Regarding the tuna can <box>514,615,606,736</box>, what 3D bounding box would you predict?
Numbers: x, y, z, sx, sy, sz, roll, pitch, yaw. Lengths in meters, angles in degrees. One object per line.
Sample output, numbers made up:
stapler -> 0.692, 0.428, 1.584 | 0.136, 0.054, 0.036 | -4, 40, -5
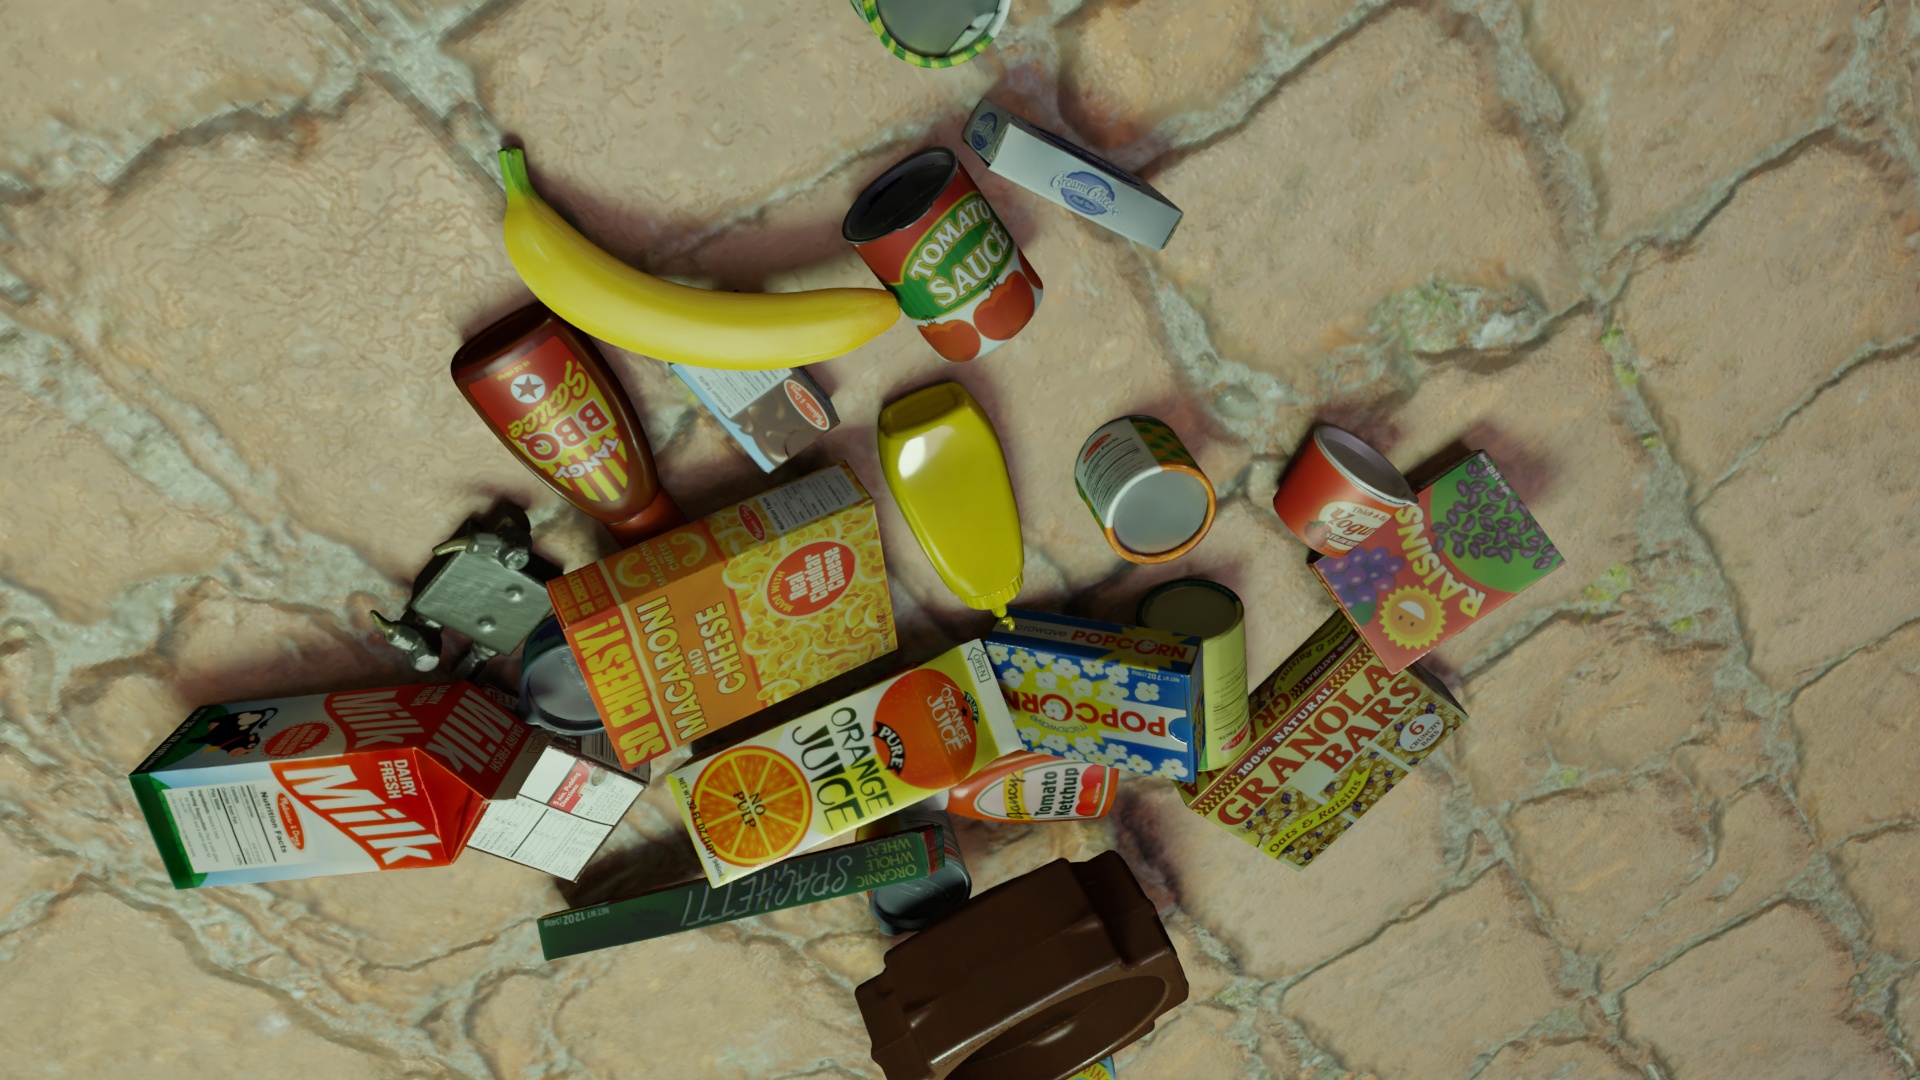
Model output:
tuna can -> -0.214, 0.075, 0.777 | 0.071, 0.033, 0.070 | -7, 123, -11

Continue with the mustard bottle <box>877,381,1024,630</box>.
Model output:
mustard bottle -> 0.003, -0.010, 0.775 | 0.065, 0.049, 0.159 | -21, 125, -1

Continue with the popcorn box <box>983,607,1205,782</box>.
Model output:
popcorn box -> 0.081, 0.091, 0.829 | 0.127, 0.038, 0.084 | 8, 126, 22

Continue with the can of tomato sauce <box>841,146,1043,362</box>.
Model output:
can of tomato sauce -> -0.006, -0.138, 0.679 | 0.071, 0.071, 0.083 | -35, 124, 8

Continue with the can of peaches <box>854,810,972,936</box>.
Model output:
can of peaches -> -0.033, 0.210, 0.898 | 0.071, 0.058, 0.071 | -8, 124, -11

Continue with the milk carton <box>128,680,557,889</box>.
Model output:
milk carton -> -0.314, 0.125, 0.727 | 0.191, 0.072, 0.073 | -6, 112, 4

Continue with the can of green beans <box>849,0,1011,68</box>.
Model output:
can of green beans -> -0.015, -0.248, 0.614 | 0.071, 0.058, 0.071 | -7, 123, -11

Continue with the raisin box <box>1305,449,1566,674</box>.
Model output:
raisin box -> 0.289, 0.013, 0.851 | 0.123, 0.040, 0.086 | -35, 85, 7

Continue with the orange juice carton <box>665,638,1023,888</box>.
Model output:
orange juice carton -> -0.064, 0.126, 0.812 | 0.193, 0.073, 0.072 | -23, 89, -1

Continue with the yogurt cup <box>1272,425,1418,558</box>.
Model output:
yogurt cup -> 0.222, -0.027, 0.818 | 0.072, 0.073, 0.053 | 20, 122, -25

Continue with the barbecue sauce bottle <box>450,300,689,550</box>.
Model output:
barbecue sauce bottle -> -0.187, -0.047, 0.702 | 0.065, 0.044, 0.148 | -29, 125, 2

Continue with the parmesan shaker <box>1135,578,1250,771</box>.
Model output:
parmesan shaker -> 0.146, 0.082, 0.865 | 0.071, 0.071, 0.102 | -14, 123, -6

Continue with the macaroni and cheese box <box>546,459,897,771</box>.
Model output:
macaroni and cheese box -> -0.122, 0.041, 0.743 | 0.167, 0.040, 0.123 | -23, 138, -17

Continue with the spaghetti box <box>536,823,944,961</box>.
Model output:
spaghetti box -> -0.132, 0.214, 0.845 | 0.250, 0.050, 0.029 | -15, 80, 9

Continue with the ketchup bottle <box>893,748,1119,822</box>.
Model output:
ketchup bottle -> 0.024, 0.151, 0.886 | 0.149, 0.044, 0.064 | -1, 121, -15

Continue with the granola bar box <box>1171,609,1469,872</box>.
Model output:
granola bar box -> 0.244, 0.140, 0.942 | 0.124, 0.039, 0.165 | 33, 108, -30

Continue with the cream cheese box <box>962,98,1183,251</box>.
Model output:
cream cheese box -> 0.054, -0.179, 0.680 | 0.104, 0.053, 0.024 | 19, 113, -25

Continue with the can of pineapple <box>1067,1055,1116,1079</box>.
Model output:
can of pineapple -> 0.081, 0.403, 1.045 | 0.058, 0.071, 0.070 | -4, 122, -13

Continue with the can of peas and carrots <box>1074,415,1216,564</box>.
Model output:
can of peas and carrots -> 0.106, -0.027, 0.787 | 0.071, 0.059, 0.070 | -7, 123, -11

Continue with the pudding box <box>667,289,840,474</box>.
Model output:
pudding box -> -0.107, -0.080, 0.711 | 0.049, 0.030, 0.083 | -36, 124, 6
